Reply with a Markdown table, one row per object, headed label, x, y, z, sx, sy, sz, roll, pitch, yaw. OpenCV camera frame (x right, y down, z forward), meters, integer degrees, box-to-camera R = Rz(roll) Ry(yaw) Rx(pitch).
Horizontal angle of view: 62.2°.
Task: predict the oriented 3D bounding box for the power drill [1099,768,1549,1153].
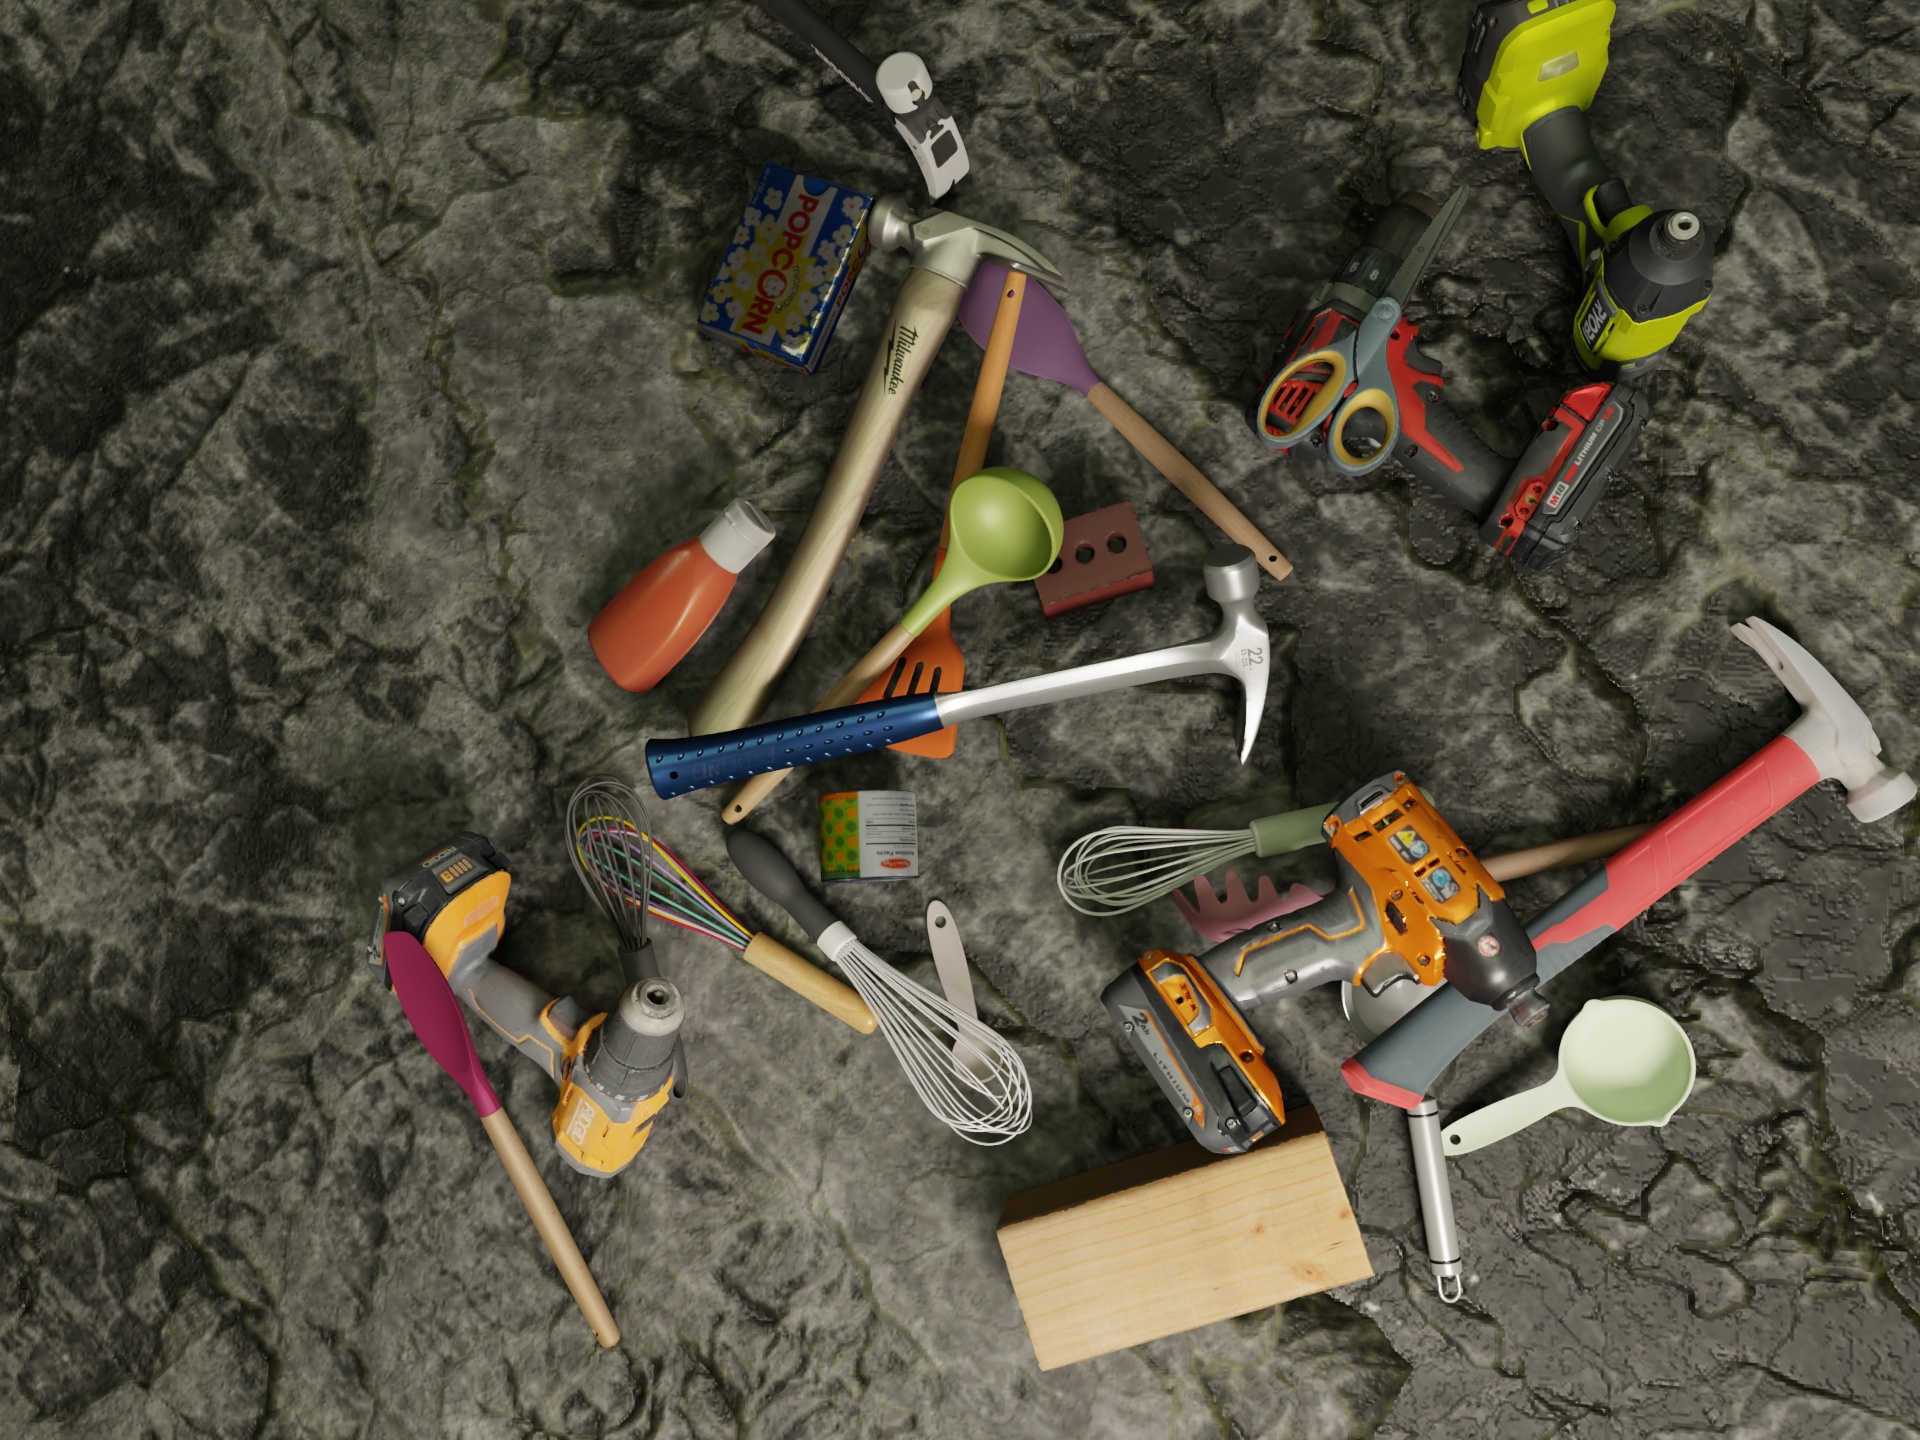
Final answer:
| label | x | y | z | sx | sy | sz | roll | pitch | yaw |
| --- | --- | --- | --- | --- | --- | --- | --- | --- | --- |
| power drill | 0.215 | 0.154 | 0.922 | 0.226 | 0.084 | 0.164 | -36 | 65 | 1 |

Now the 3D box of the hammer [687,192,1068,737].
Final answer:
| label | x | y | z | sx | sy | sz | roll | pitch | yaw |
| --- | --- | --- | --- | --- | --- | --- | --- | --- | --- |
| hammer | -0.071 | -0.152 | 1.088 | 0.146 | 0.038 | 0.410 | 25 | 90 | 16 |

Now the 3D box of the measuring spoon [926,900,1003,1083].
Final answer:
| label | x | y | z | sx | sy | sz | roll | pitch | yaw |
| --- | --- | --- | --- | --- | --- | --- | --- | --- | --- |
| measuring spoon | 0.001 | 0.180 | 1.060 | 0.034 | 0.018 | 0.124 | -19 | 74 | 10 |

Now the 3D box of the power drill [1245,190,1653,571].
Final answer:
| label | x | y | z | sx | sy | sz | roll | pitch | yaw |
| --- | --- | --- | --- | --- | --- | --- | --- | --- | --- |
| power drill | 0.321 | -0.220 | 1.022 | 0.227 | 0.080 | 0.188 | 32 | 90 | 14 |

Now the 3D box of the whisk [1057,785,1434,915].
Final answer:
| label | x | y | z | sx | sy | sz | roll | pitch | yaw |
| --- | --- | --- | --- | --- | --- | --- | --- | --- | --- |
| whisk | 0.183 | 0.079 | 1.026 | 0.246 | 0.058 | 0.059 | -13 | 105 | 4 |

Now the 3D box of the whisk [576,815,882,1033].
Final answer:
| label | x | y | z | sx | sy | sz | roll | pitch | yaw |
| --- | --- | --- | --- | --- | --- | --- | --- | --- | --- |
| whisk | -0.158 | 0.137 | 1.074 | 0.245 | 0.051 | 0.047 | 31 | 83 | 8 |

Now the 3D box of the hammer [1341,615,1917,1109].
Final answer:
| label | x | y | z | sx | sy | sz | roll | pitch | yaw |
| --- | --- | --- | --- | --- | --- | --- | --- | --- | --- |
| hammer | 0.384 | 0.096 | 0.967 | 0.386 | 0.038 | 0.143 | -35 | 80 | -5 |

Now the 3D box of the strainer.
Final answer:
| label | x | y | z | sx | sy | sz | roll | pitch | yaw |
| --- | --- | --- | --- | --- | --- | --- | --- | --- | --- |
| strainer | 0.284 | 0.232 | 0.992 | 0.087 | 0.050 | 0.258 | -7 | 86 | -12 |

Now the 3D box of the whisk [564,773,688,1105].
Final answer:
| label | x | y | z | sx | sy | sz | roll | pitch | yaw |
| --- | --- | --- | --- | --- | --- | --- | --- | --- | --- |
| whisk | -0.212 | 0.148 | 1.045 | 0.055 | 0.055 | 0.238 | -7 | 108 | 8 |

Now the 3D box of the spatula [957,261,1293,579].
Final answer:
| label | x | y | z | sx | sy | sz | roll | pitch | yaw |
| --- | --- | --- | --- | --- | --- | --- | --- | --- | --- |
| spatula | 0.107 | -0.206 | 1.081 | 0.060 | 0.018 | 0.316 | -45 | 78 | 3 |

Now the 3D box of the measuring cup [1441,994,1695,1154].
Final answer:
| label | x | y | z | sx | sy | sz | roll | pitch | yaw |
| --- | --- | --- | --- | --- | --- | --- | --- | --- | --- |
| measuring cup | 0.372 | 0.228 | 0.988 | 0.167 | 0.038 | 0.083 | -33 | 78 | 21 |

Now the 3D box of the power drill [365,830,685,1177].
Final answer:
| label | x | y | z | sx | sy | sz | roll | pitch | yaw |
| --- | --- | --- | --- | --- | --- | --- | --- | --- | --- |
| power drill | -0.274 | 0.173 | 1.028 | 0.226 | 0.084 | 0.185 | 41 | 134 | 12 |

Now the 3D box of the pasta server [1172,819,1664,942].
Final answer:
| label | x | y | z | sx | sy | sz | roll | pitch | yaw |
| --- | --- | --- | --- | --- | --- | --- | --- | --- | --- |
| pasta server | 0.293 | 0.095 | 1.005 | 0.316 | 0.060 | 0.040 | -12 | 65 | 1 |

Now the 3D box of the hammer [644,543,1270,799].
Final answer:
| label | x | y | z | sx | sy | sz | roll | pitch | yaw |
| --- | --- | --- | --- | --- | --- | --- | --- | --- | --- |
| hammer | -0.002 | -0.003 | 1.024 | 0.405 | 0.035 | 0.144 | -12 | 120 | 7 |

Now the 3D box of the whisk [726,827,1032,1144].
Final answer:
| label | x | y | z | sx | sy | sz | roll | pitch | yaw |
| --- | --- | --- | --- | --- | --- | --- | --- | --- | --- |
| whisk | -0.060 | 0.166 | 1.037 | 0.285 | 0.070 | 0.070 | 42 | 91 | 21 |

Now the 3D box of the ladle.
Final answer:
| label | x | y | z | sx | sy | sz | roll | pitch | yaw |
| --- | --- | --- | --- | --- | --- | --- | --- | --- | --- |
| ladle | -0.055 | -0.039 | 1.041 | 0.078 | 0.062 | 0.320 | 44 | 105 | -2 |

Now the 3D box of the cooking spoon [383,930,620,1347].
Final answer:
| label | x | y | z | sx | sy | sz | roll | pitch | yaw |
| --- | --- | --- | --- | --- | --- | --- | --- | --- | --- |
| cooking spoon | -0.294 | 0.275 | 1.033 | 0.069 | 0.017 | 0.318 | -10 | 108 | 43 |

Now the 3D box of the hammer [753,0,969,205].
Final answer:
| label | x | y | z | sx | sy | sz | roll | pitch | yaw |
| --- | --- | --- | --- | --- | --- | --- | --- | --- | --- |
| hammer | -0.111 | -0.488 | 1.109 | 0.035 | 0.146 | 0.335 | -43 | 68 | 2 |

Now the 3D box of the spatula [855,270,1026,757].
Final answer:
| label | x | y | z | sx | sy | sz | roll | pitch | yaw |
| --- | --- | --- | --- | --- | --- | --- | --- | --- | --- |
| spatula | -0.003 | -0.136 | 1.057 | 0.081 | 0.041 | 0.322 | 17 | 103 | 10 |

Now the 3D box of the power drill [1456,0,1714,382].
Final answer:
| label | x | y | z | sx | sy | sz | roll | pitch | yaw |
| --- | --- | --- | --- | --- | --- | --- | --- | --- | --- |
| power drill | 0.389 | -0.338 | 0.977 | 0.080 | 0.171 | 0.223 | -20 | 78 | 6 |
